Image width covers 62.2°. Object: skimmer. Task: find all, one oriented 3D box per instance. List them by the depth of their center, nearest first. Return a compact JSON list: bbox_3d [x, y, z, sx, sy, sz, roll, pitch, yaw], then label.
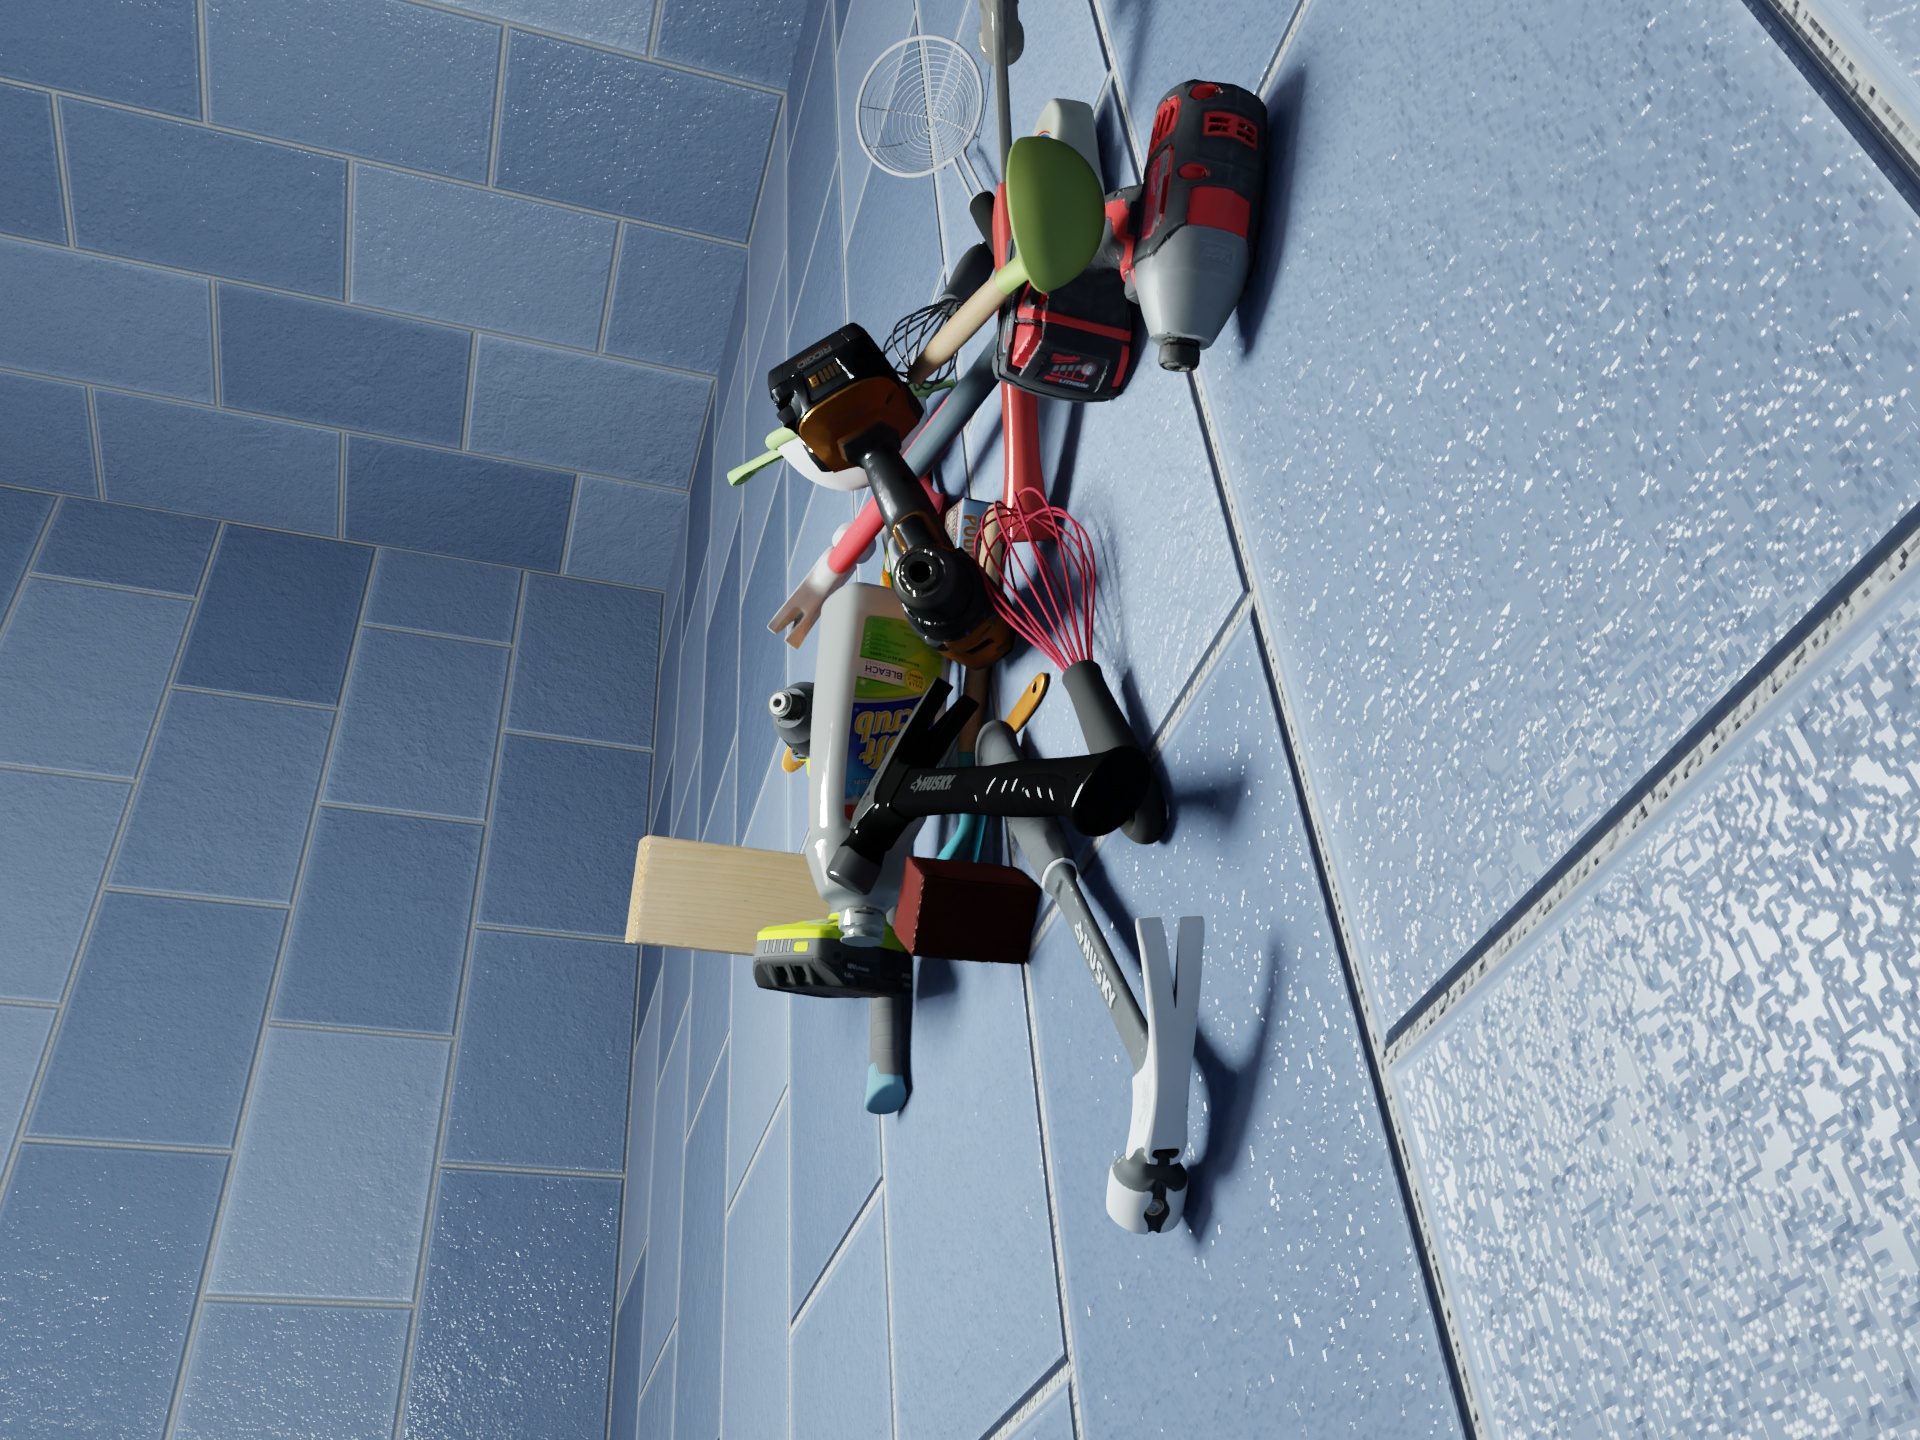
[{"bbox_3d":[-0.013,-0.477,1.341,0.127,0.090,0.364,-40,35,18],"label":"skimmer"}]

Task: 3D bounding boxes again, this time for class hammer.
[{"bbox_3d":[0.058,0.090,0.879,0.409,0.036,0.149,-114,26,-65],"label":"hammer"},{"bbox_3d":[0.016,0.035,0.899,0.146,0.035,0.335,-62,18,-14],"label":"hammer"},{"bbox_3d":[0.034,-0.296,1.029,0.149,0.036,0.359,-57,-37,-84],"label":"hammer"},{"bbox_3d":[-0.039,-0.194,1.232,0.386,0.038,0.143,-44,11,50],"label":"hammer"},{"bbox_3d":[-0.057,0.145,1.276,0.128,0.033,0.331,128,147,-58],"label":"hammer"}]

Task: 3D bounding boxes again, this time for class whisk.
[{"bbox_3d":[0.064,-0.039,0.916,0.296,0.073,0.073,-108,30,-45],"label":"whisk"},{"bbox_3d":[-0.009,-0.316,1.223,0.239,0.055,0.055,-67,0,-49],"label":"whisk"}]

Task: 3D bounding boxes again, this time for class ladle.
[{"bbox_3d":[0.007,-0.250,0.936,0.320,0.062,0.078,165,104,-71],"label":"ladle"},{"bbox_3d":[-0.035,-0.224,1.405,0.316,0.031,0.069,-100,33,-52],"label":"ladle"}]

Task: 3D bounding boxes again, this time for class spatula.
[{"bbox_3d":[-0.002,-0.004,1.144,0.082,0.044,0.317,150,128,-76],"label":"spatula"}]

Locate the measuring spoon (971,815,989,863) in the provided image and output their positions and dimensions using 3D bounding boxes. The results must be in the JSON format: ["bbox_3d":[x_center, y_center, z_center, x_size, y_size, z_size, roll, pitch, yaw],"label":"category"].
[{"bbox_3d":[0.021,0.087,1.079,0.042,0.021,0.129,124,160,-58],"label":"measuring spoon"}]

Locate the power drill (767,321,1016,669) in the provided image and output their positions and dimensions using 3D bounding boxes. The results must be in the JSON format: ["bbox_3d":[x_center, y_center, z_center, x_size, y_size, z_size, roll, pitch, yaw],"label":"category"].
[{"bbox_3d":[-0.043,-0.145,1.046,0.226,0.084,0.185,62,-173,11],"label":"power drill"}]

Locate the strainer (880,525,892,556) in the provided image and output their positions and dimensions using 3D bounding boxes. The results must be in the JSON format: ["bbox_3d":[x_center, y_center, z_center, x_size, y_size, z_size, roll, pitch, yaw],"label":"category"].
[{"bbox_3d":[-0.067,-0.201,1.450,0.050,0.086,0.259,-38,54,42],"label":"strainer"}]

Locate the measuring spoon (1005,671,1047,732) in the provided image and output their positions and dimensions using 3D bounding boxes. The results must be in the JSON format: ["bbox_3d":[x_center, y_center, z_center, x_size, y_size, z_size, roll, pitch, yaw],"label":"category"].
[{"bbox_3d":[0.034,-0.002,1.074,0.117,0.011,0.021,125,149,-57],"label":"measuring spoon"}]

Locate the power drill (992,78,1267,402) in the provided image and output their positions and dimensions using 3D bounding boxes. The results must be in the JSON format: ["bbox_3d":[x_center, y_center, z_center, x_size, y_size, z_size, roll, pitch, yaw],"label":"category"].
[{"bbox_3d":[0.094,-0.249,0.886,0.220,0.078,0.143,180,98,-71],"label":"power drill"}]

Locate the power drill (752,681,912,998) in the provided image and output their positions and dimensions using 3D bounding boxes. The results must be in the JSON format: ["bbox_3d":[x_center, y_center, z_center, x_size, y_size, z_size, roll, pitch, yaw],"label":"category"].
[{"bbox_3d":[-0.092,0.088,1.173,0.171,0.080,0.223,27,-120,-59],"label":"power drill"}]

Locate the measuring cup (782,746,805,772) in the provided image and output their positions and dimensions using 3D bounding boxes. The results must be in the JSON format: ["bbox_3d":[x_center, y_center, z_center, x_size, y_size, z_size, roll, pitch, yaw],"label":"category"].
[{"bbox_3d":[-0.091,-0.030,1.310,0.174,0.095,0.052,-56,9,-23],"label":"measuring cup"}]

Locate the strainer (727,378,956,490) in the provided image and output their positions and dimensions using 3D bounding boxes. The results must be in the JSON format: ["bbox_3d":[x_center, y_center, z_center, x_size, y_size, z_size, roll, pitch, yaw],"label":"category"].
[{"bbox_3d":[-0.121,-0.226,1.402,0.256,0.151,0.069,-14,98,47],"label":"strainer"}]
